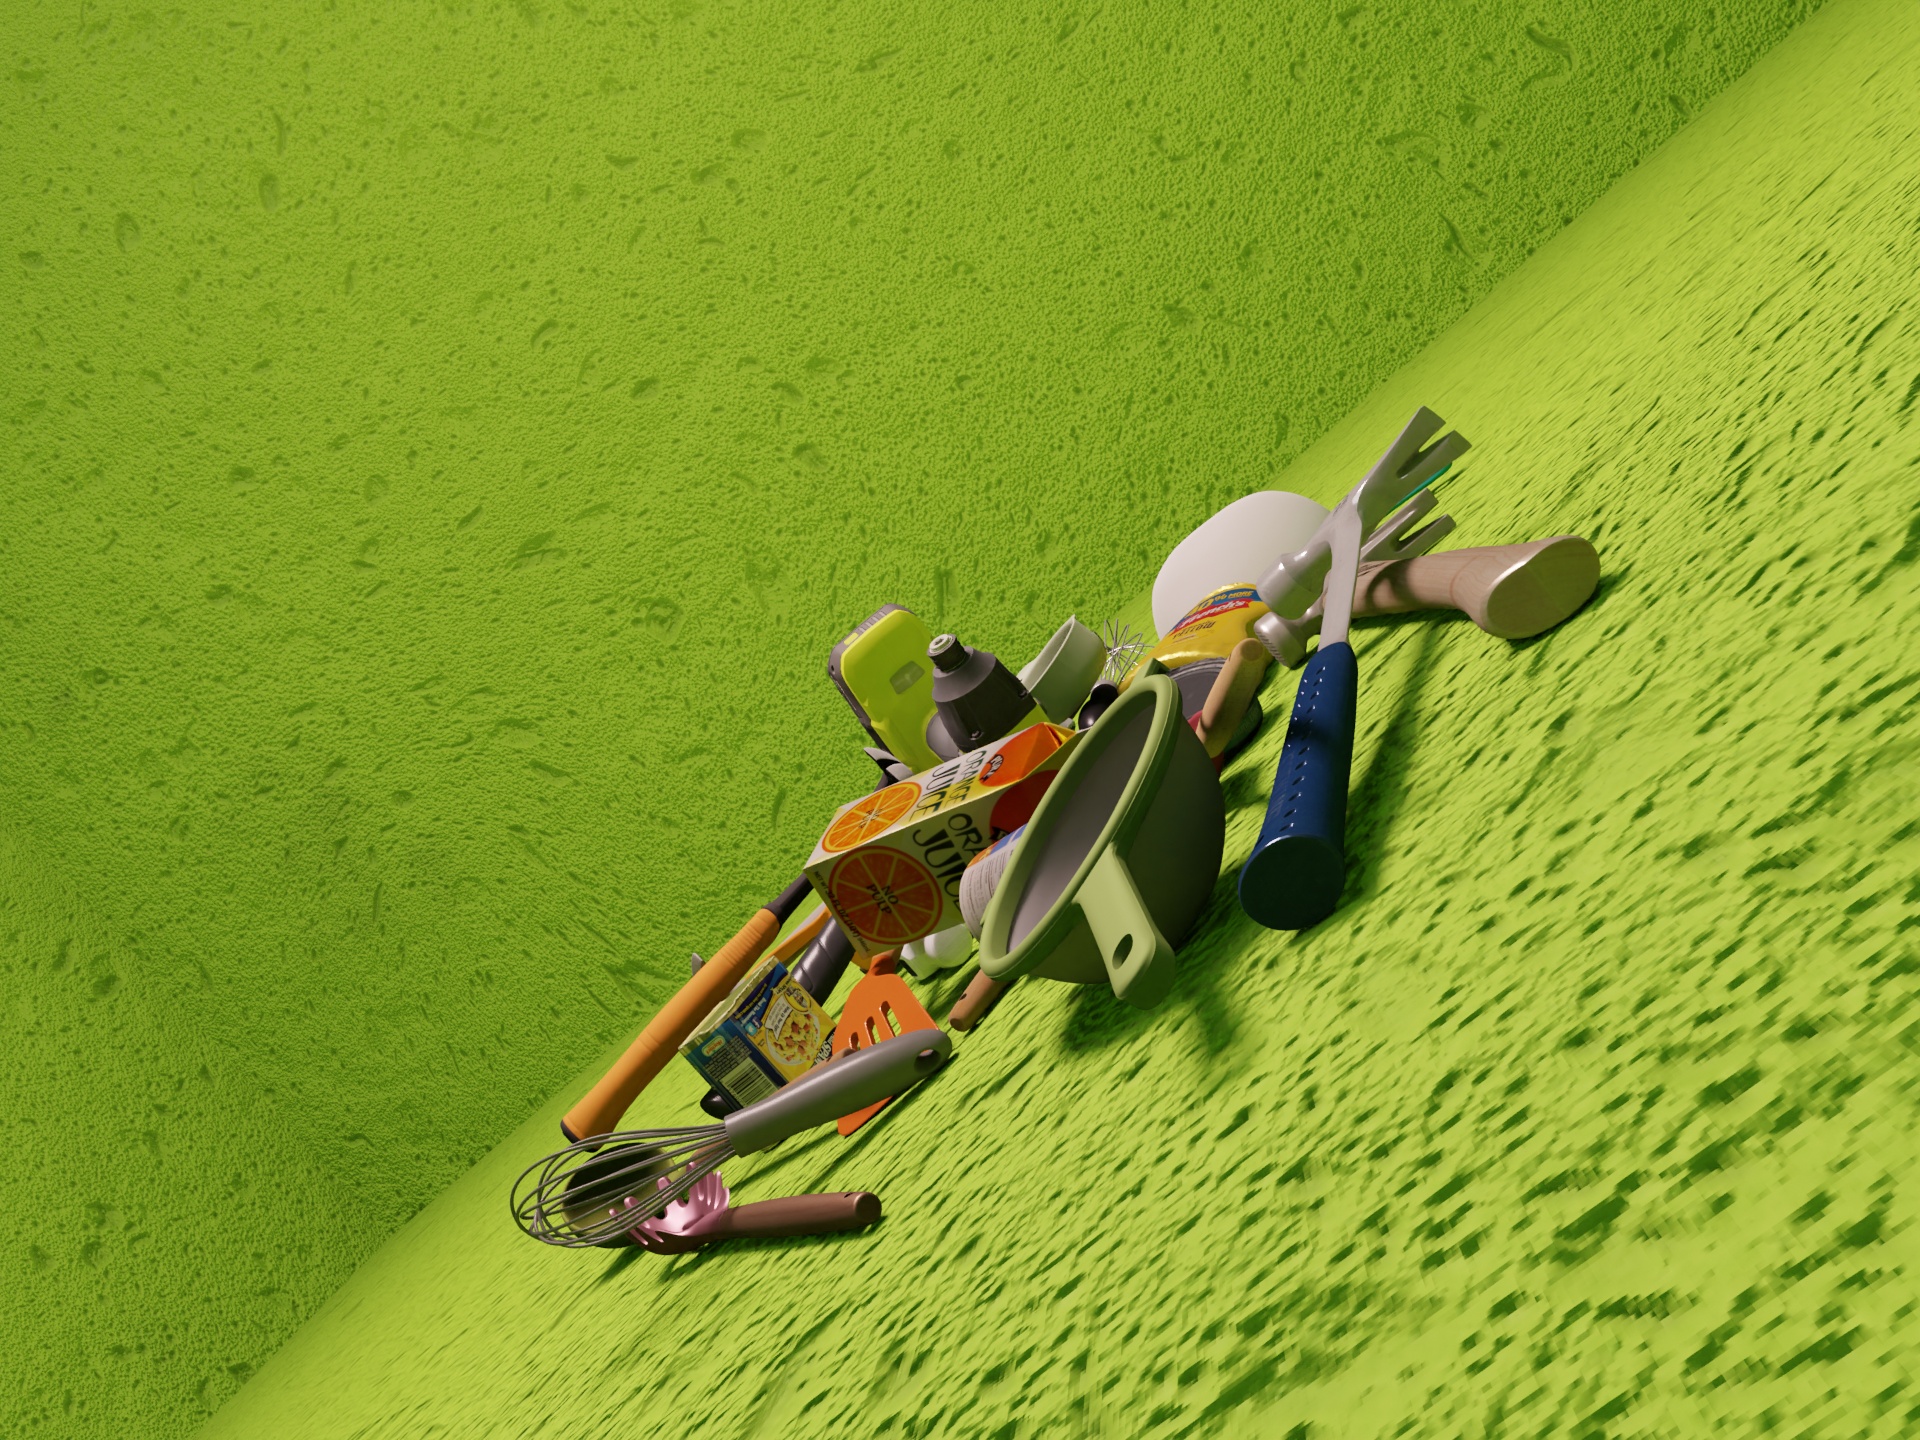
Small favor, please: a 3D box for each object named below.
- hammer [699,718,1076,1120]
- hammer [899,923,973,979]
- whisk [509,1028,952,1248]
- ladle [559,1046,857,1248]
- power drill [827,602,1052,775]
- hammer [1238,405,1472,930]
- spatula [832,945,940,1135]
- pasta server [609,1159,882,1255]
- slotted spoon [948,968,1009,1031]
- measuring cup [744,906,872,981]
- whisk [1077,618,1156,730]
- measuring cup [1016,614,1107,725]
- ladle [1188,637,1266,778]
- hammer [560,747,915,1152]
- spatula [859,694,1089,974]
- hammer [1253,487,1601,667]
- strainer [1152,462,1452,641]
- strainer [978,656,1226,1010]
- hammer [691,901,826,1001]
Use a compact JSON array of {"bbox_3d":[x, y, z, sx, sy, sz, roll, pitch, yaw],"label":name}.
[{"bbox_3d":[-0.068,0.121,1.182,0.409,0.149,0.036,-56,-16,-30],"label":"hammer"},{"bbox_3d":[0.073,0.067,1.143,0.331,0.033,0.128,-42,4,-26],"label":"hammer"},{"bbox_3d":[-0.115,0.209,0.810,0.239,0.055,0.055,-23,1,-4],"label":"whisk"},{"bbox_3d":[-0.153,0.249,0.953,0.320,0.062,0.078,-42,6,43],"label":"ladle"},{"bbox_3d":[-0.002,-0.003,1.072,0.080,0.171,0.223,-41,26,-11],"label":"power drill"},{"bbox_3d":[0.174,-0.035,0.731,0.144,0.035,0.406,-50,4,30],"label":"hammer"},{"bbox_3d":[-0.039,0.151,0.989,0.081,0.041,0.323,-47,5,11],"label":"spatula"},{"bbox_3d":[-0.108,0.242,0.791,0.060,0.040,0.316,-26,-5,-31],"label":"pasta server"},{"bbox_3d":[0.078,0.078,0.943,0.070,0.031,0.314,-32,10,45],"label":"slotted spoon"},{"bbox_3d":[-0.087,0.168,1.207,0.173,0.052,0.095,-33,-32,-43],"label":"measuring cup"},{"bbox_3d":[0.113,-0.026,1.205,0.070,0.070,0.285,-41,5,15],"label":"whisk"},{"bbox_3d":[0.065,-0.027,1.165,0.083,0.038,0.167,-56,4,-9],"label":"measuring cup"},{"bbox_3d":[0.120,0.004,0.760,0.315,0.031,0.069,73,-147,-78],"label":"ladle"},{"bbox_3d":[-0.149,0.157,1.081,0.337,0.034,0.127,-48,-12,-7],"label":"hammer"},{"bbox_3d":[0.014,0.080,1.312,0.316,0.018,0.059,-53,-36,-12],"label":"spatula"},{"bbox_3d":[0.257,-0.080,0.854,0.146,0.038,0.410,-40,3,3],"label":"hammer"},{"bbox_3d":[0.271,-0.160,1.357,0.211,0.095,0.340,-43,1,-37],"label":"strainer"},{"bbox_3d":[0.076,0.070,0.638,0.151,0.069,0.256,-58,8,9],"label":"strainer"},{"bbox_3d":[-0.069,0.111,1.277,0.359,0.037,0.149,-44,-26,-22],"label":"hammer"}]
